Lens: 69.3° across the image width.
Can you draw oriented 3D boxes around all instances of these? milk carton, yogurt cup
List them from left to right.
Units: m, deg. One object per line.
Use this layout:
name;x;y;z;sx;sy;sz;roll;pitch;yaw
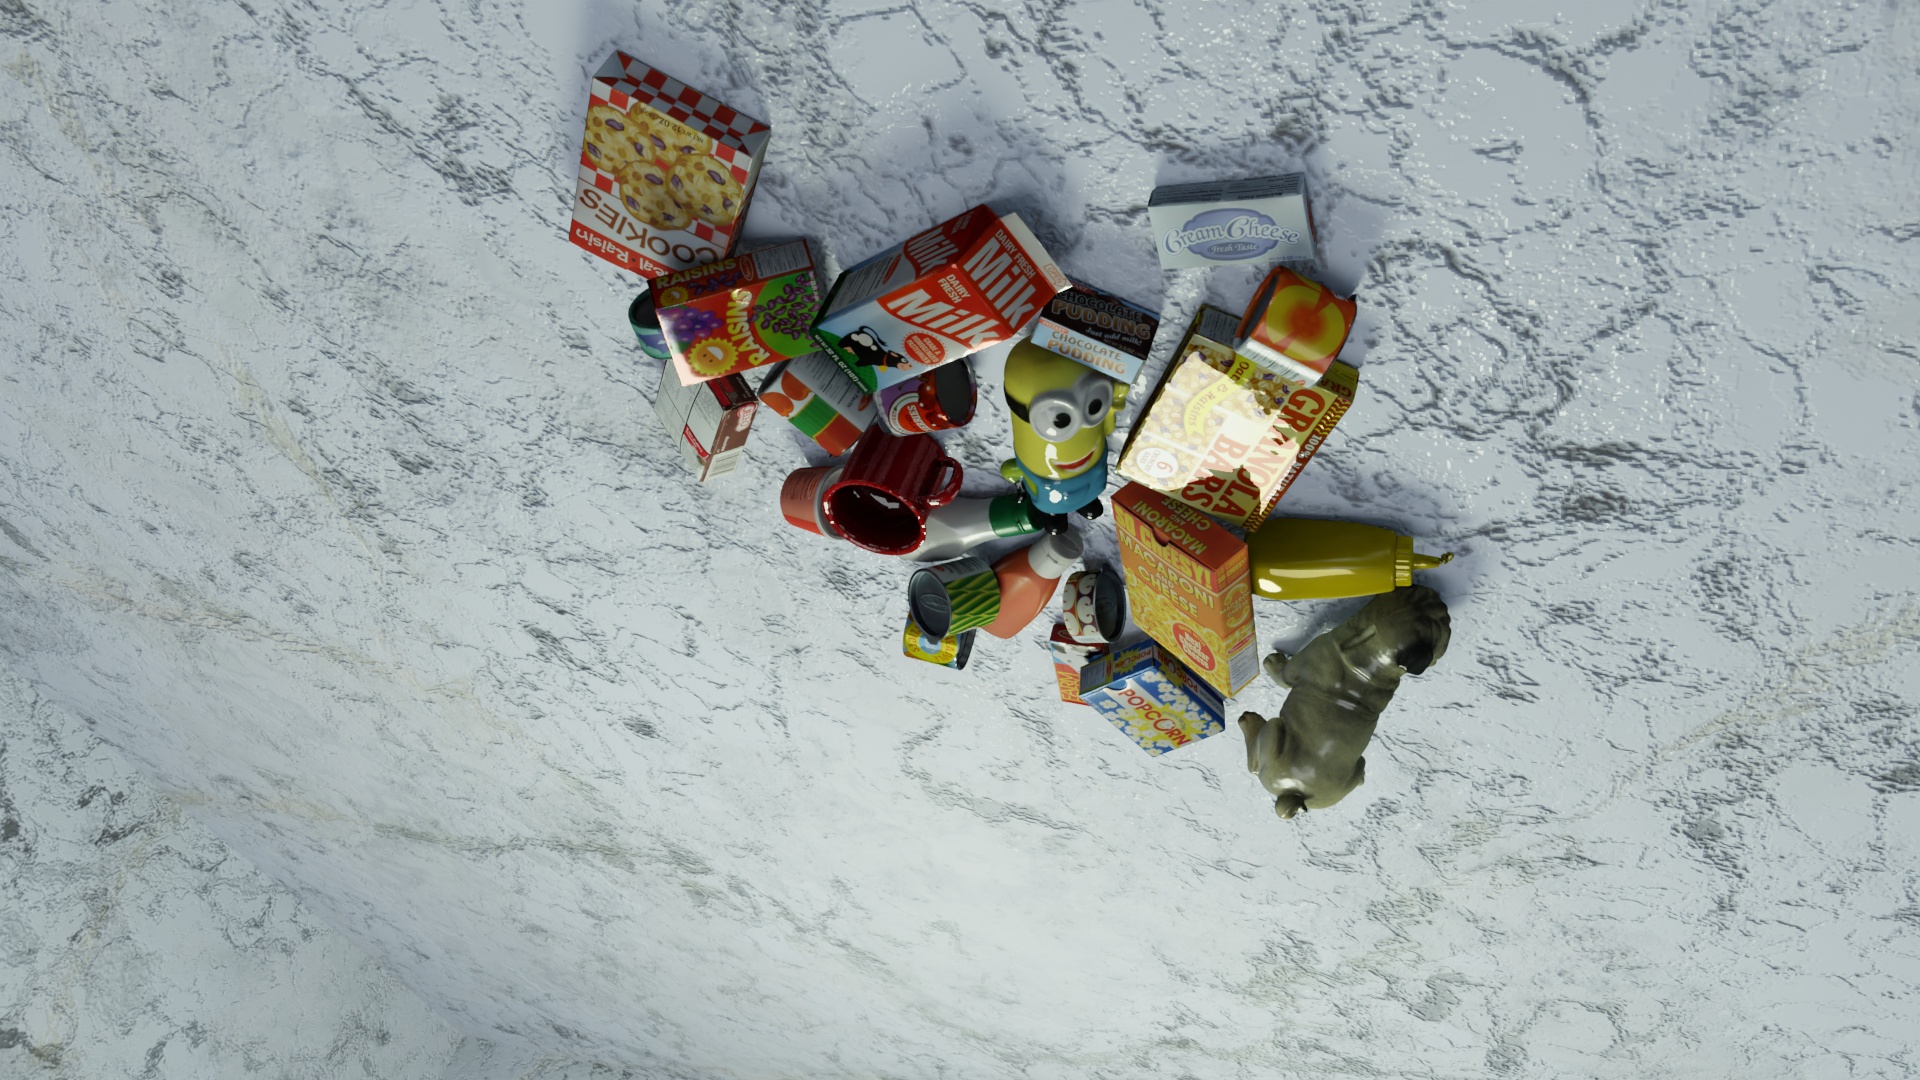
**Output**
yogurt cup;-0.124;-0.036;1.246;0.054;0.073;0.072;9;143;37
milk carton;-0.013;-0.178;1.008;0.190;0.074;0.072;-17;128;39

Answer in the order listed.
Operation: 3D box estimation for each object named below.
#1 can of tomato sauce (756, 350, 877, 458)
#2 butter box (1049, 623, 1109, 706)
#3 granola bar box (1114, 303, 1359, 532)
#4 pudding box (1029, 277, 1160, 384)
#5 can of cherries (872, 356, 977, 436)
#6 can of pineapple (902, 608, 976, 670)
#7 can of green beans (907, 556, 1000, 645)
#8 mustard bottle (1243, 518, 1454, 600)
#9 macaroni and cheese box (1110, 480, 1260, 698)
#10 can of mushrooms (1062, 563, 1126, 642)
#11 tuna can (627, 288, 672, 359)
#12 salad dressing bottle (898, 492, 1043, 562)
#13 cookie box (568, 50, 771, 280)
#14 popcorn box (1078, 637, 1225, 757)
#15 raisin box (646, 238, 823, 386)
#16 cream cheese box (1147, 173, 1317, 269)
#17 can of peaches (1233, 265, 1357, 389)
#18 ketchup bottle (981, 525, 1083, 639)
can of tomato sauce;-0.116;-0.118;1.139;0.083;0.071;0.071;38;140;-19
butter box;0.120;0.123;1.354;0.053;0.024;0.103;7;140;19
granola bar box;0.203;-0.088;1.041;0.124;0.039;0.164;23;143;-1
pudding box;0.098;-0.153;1.004;0.084;0.050;0.030;23;144;-1
can of cherries;-0.028;-0.116;1.094;0.058;0.072;0.071;-6;135;31
can of pineapple;-0.020;0.088;1.342;0.058;0.071;0.070;13;142;12
can of green beans;-0.006;0.052;1.255;0.071;0.058;0.071;23;119;49
mustard bottle;0.306;0.016;1.099;0.160;0.066;0.048;2;134;20
macaroni and cheese box;0.187;0.039;1.154;0.124;0.040;0.165;40;158;40
can of mushrooms;0.120;0.056;1.240;0.033;0.071;0.070;-5;135;32
tuna can;-0.235;-0.180;1.123;0.071;0.071;0.032;6;139;20
salad dressing bottle;0.004;-0.015;1.226;0.147;0.044;0.064;-9;129;33
cookie box;-0.221;-0.262;1.035;0.123;0.040;0.166;26;143;-5
popcorn box;0.183;0.151;1.322;0.085;0.038;0.126;-27;129;31
raisin box;-0.168;-0.175;1.067;0.123;0.040;0.085;-16;144;-6
cream cheese box;0.179;-0.209;0.916;0.104;0.024;0.053;1;137;25
can of peaches;0.226;-0.146;0.938;0.058;0.071;0.071;25;143;-4
ketchup bottle;0.059;0.035;1.259;0.065;0.044;0.148;39;141;-4
